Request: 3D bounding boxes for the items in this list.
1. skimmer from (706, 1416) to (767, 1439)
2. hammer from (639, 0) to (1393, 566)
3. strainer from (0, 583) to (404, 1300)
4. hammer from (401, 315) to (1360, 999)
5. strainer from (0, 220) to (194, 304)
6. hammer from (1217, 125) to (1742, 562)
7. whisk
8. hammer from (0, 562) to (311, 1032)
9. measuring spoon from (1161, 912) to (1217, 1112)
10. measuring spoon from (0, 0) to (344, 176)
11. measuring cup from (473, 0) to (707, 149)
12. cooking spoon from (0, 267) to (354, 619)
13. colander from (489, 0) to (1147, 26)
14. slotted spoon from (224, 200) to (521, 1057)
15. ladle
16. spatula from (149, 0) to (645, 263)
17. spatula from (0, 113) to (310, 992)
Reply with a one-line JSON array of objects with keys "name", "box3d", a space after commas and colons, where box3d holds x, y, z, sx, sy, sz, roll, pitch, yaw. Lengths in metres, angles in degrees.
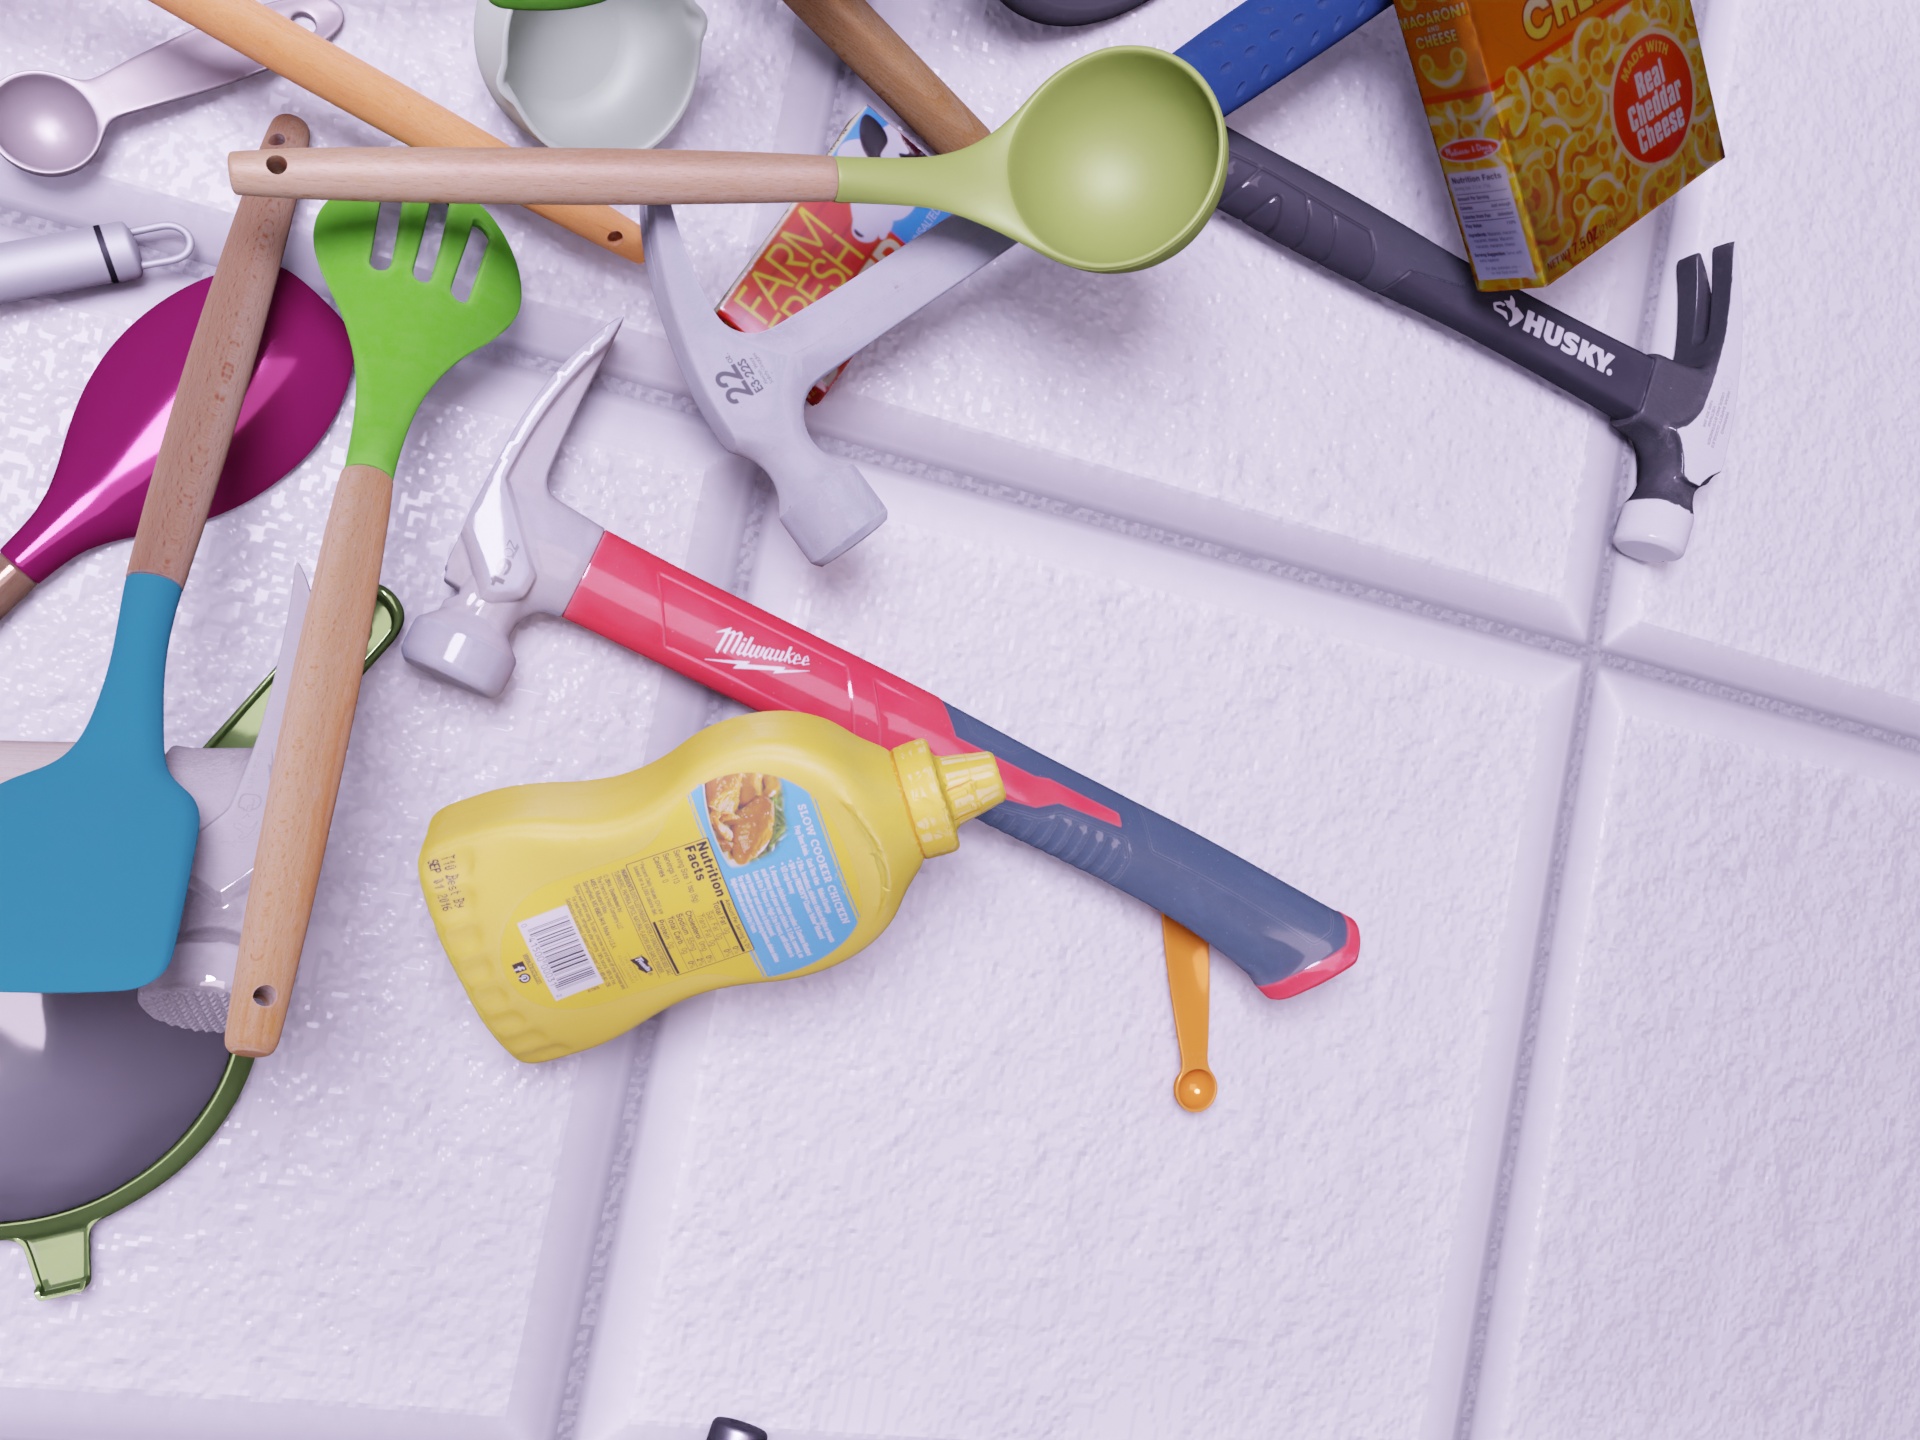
[{"name": "skimmer", "box3d": [-0.145, 0.434, 0.569, 0.127, 0.090, 0.363, 22, 72, -15]}, {"name": "hammer", "box3d": [0.062, -0.230, 0.607, 0.405, 0.035, 0.144, -38, 99, -17]}, {"name": "strainer", "box3d": [-0.268, 0.054, 0.505, 0.151, 0.069, 0.256, 41, 78, -15]}, {"name": "hammer", "box3d": [-0.001, -0.002, 0.614, 0.386, 0.038, 0.143, 27, 79, -16]}, {"name": "strainer", "box3d": [-0.372, -0.125, 0.487, 0.258, 0.050, 0.087, -20, 82, -22]}, {"name": "hammer", "box3d": [0.208, -0.198, 0.696, 0.334, 0.035, 0.146, 21, 83, -18]}, {"name": "whisk", "box3d": [-0.078, -0.286, 0.572, 0.244, 0.047, 0.051, 36, 39, -31]}, {"name": "hammer", "box3d": [-0.396, 0.006, 0.449, 0.410, 0.038, 0.146, 4, 60, -10]}, {"name": "measuring spoon", "box3d": [0.094, 0.105, 0.668, 0.021, 0.011, 0.117, -3, 87, -20]}, {"name": "measuring spoon", "box3d": [-0.266, -0.217, 0.540, 0.124, 0.018, 0.034, -35, 99, -23]}, {"name": "measuring cup", "box3d": [-0.138, -0.273, 0.530, 0.083, 0.038, 0.167, -31, 135, -25]}, {"name": "cooking spoon", "box3d": [-0.324, -0.031, 0.512, 0.068, 0.017, 0.319, 45, 76, -13]}, {"name": "colander", "box3d": [-0.008, -0.336, 0.551, 0.397, 0.204, 0.094, -33, 69, -26]}, {"name": "slotted spoon", "box3d": [-0.185, -0.053, 0.491, 0.070, 0.031, 0.314, 15, 61, -27]}, {"name": "ladle", "box3d": [-0.065, -0.181, 0.514, 0.320, 0.062, 0.078, -5, 84, -17]}, {"name": "spatula", "box3d": [-0.241, -0.232, 0.503, 0.322, 0.041, 0.081, 24, 118, -32]}, {"name": "spatula", "box3d": [-0.235, -0.068, 0.473, 0.082, 0.044, 0.318, 4, 64, -4]}]
